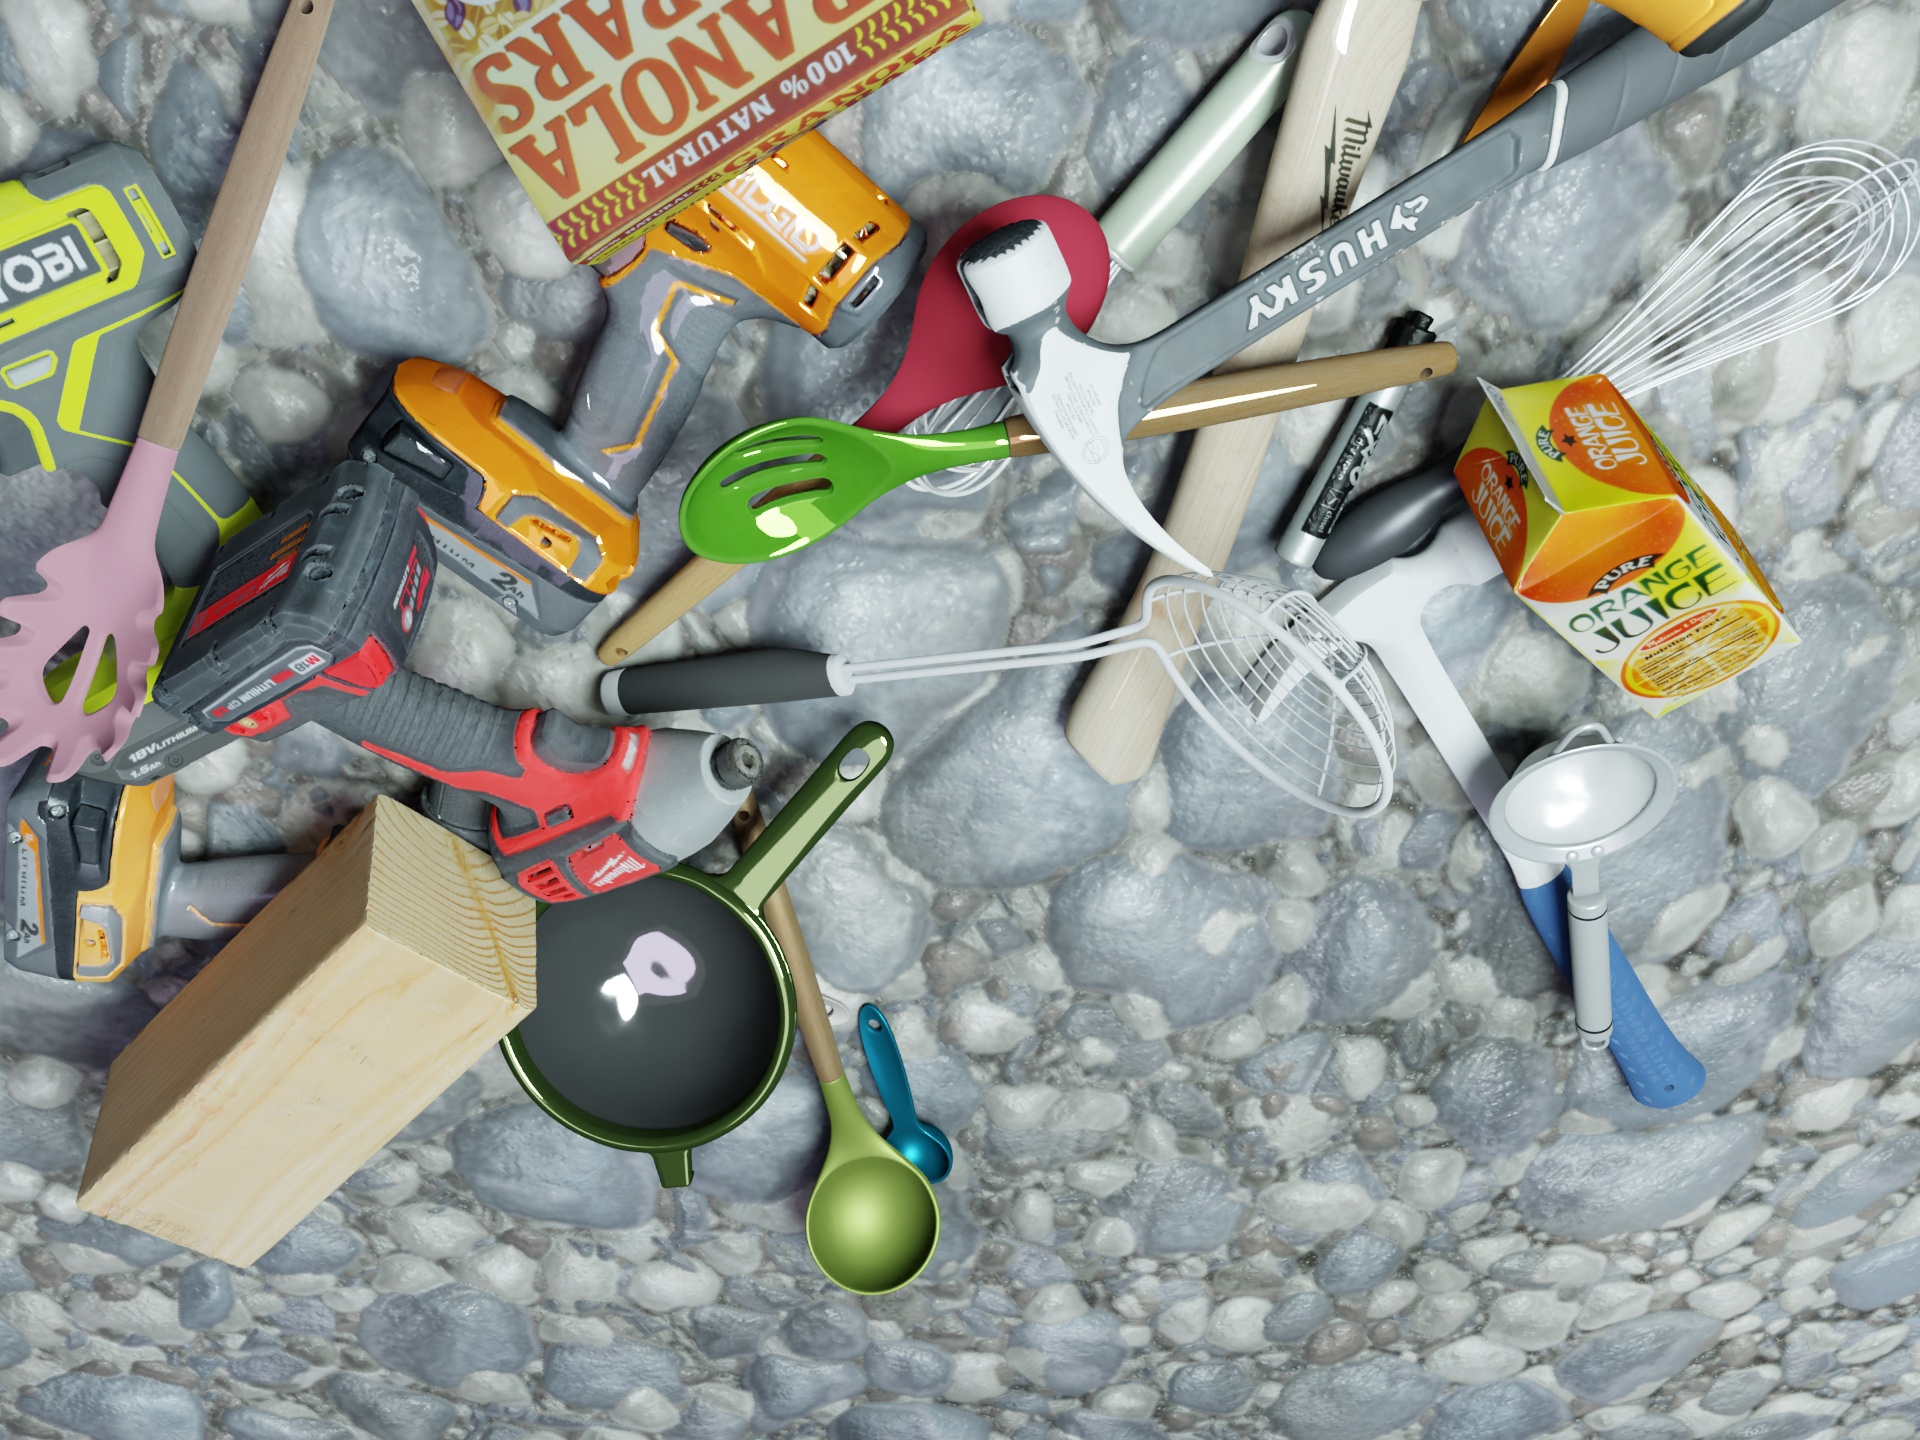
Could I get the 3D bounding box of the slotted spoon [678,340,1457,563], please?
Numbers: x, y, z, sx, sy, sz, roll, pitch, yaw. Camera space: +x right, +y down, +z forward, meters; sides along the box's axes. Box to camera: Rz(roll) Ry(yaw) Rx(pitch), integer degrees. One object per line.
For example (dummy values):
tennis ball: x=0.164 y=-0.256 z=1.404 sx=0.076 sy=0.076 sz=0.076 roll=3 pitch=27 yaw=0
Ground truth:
slotted spoon: x=0.043 y=-0.114 z=0.627 sx=0.313 sy=0.031 sz=0.070 roll=-11 pitch=144 yaw=-3

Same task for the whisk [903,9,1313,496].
whisk: x=0.058 y=-0.187 z=0.656 sx=0.246 sy=0.058 sz=0.059 roll=-47 pitch=148 yaw=19

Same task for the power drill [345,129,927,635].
power drill: x=-0.146 y=-0.162 z=0.637 sx=0.164 sy=0.084 sz=0.226 roll=38 pitch=108 yaw=-23

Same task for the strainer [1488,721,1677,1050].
strainer: x=0.311 y=0.084 z=0.797 sx=0.087 sy=0.050 sz=0.258 roll=-12 pitch=128 yaw=11

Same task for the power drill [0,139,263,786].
power drill: x=-0.356 y=-0.093 z=0.638 sx=0.171 sy=0.080 sz=0.223 roll=-32 pitch=124 yaw=-20

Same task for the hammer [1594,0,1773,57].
hammer: x=0.091 y=-0.276 z=0.515 sx=0.337 sy=0.034 sz=0.127 roll=19 pitch=123 yaw=19

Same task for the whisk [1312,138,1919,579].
whisk: x=0.273 y=-0.145 z=0.688 sx=0.284 sy=0.070 sz=0.070 roll=-35 pitch=118 yaw=23

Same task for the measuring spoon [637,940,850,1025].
measuring spoon: x=-0.117 y=0.145 z=0.869 sx=0.124 sy=0.018 sz=0.034 roll=20 pitch=108 yaw=-22

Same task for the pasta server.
pasta server: x=-0.294 y=-0.130 z=0.597 sx=0.060 sy=0.040 sz=0.316 roll=20 pitch=93 yaw=-15

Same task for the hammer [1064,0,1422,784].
hammer: x=0.130 y=-0.141 z=0.678 sx=0.146 sy=0.038 sz=0.410 roll=-5 pitch=130 yaw=-26

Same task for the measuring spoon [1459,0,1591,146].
measuring spoon: x=0.226 y=-0.259 z=0.638 sx=0.021 sy=0.011 sz=0.116 roll=16 pitch=123 yaw=-18

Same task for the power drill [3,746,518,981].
power drill: x=-0.322 y=0.059 z=0.764 sx=0.226 sy=0.084 sz=0.185 roll=12 pitch=121 yaw=-16

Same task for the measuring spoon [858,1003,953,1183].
measuring spoon: x=-0.033 y=0.211 z=0.914 sx=0.042 sy=0.021 sz=0.128 roll=-6 pitch=115 yaw=22

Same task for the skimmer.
skimmer: x=-0.001 y=-0.002 z=0.682 sx=0.363 sy=0.090 sz=0.127 roll=-4 pitch=143 yaw=20

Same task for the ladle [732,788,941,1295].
ladle: x=-0.076 y=0.177 z=0.855 sx=0.078 sy=0.062 sz=0.320 roll=-13 pitch=116 yaw=2

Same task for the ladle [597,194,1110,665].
ladle: x=-0.061 y=-0.104 z=0.668 sx=0.069 sy=0.031 sz=0.315 roll=32 pitch=130 yaw=-31

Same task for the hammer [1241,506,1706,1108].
hammer: x=0.294 y=0.076 z=0.834 sx=0.144 sy=0.035 sz=0.405 roll=-31 pitch=119 yaw=15

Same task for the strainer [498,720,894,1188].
strainer: x=-0.118 y=0.095 z=0.790 sx=0.151 sy=0.069 sz=0.256 roll=41 pitch=99 yaw=-4

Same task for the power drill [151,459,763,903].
power drill: x=-0.192 y=-0.001 z=0.652 sx=0.143 sy=0.079 sz=0.219 roll=-21 pitch=137 yaw=33

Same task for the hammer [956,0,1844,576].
hammer: x=0.203 y=-0.205 z=0.589 sx=0.409 sy=0.036 sz=0.149 roll=-31 pitch=118 yaw=-4
